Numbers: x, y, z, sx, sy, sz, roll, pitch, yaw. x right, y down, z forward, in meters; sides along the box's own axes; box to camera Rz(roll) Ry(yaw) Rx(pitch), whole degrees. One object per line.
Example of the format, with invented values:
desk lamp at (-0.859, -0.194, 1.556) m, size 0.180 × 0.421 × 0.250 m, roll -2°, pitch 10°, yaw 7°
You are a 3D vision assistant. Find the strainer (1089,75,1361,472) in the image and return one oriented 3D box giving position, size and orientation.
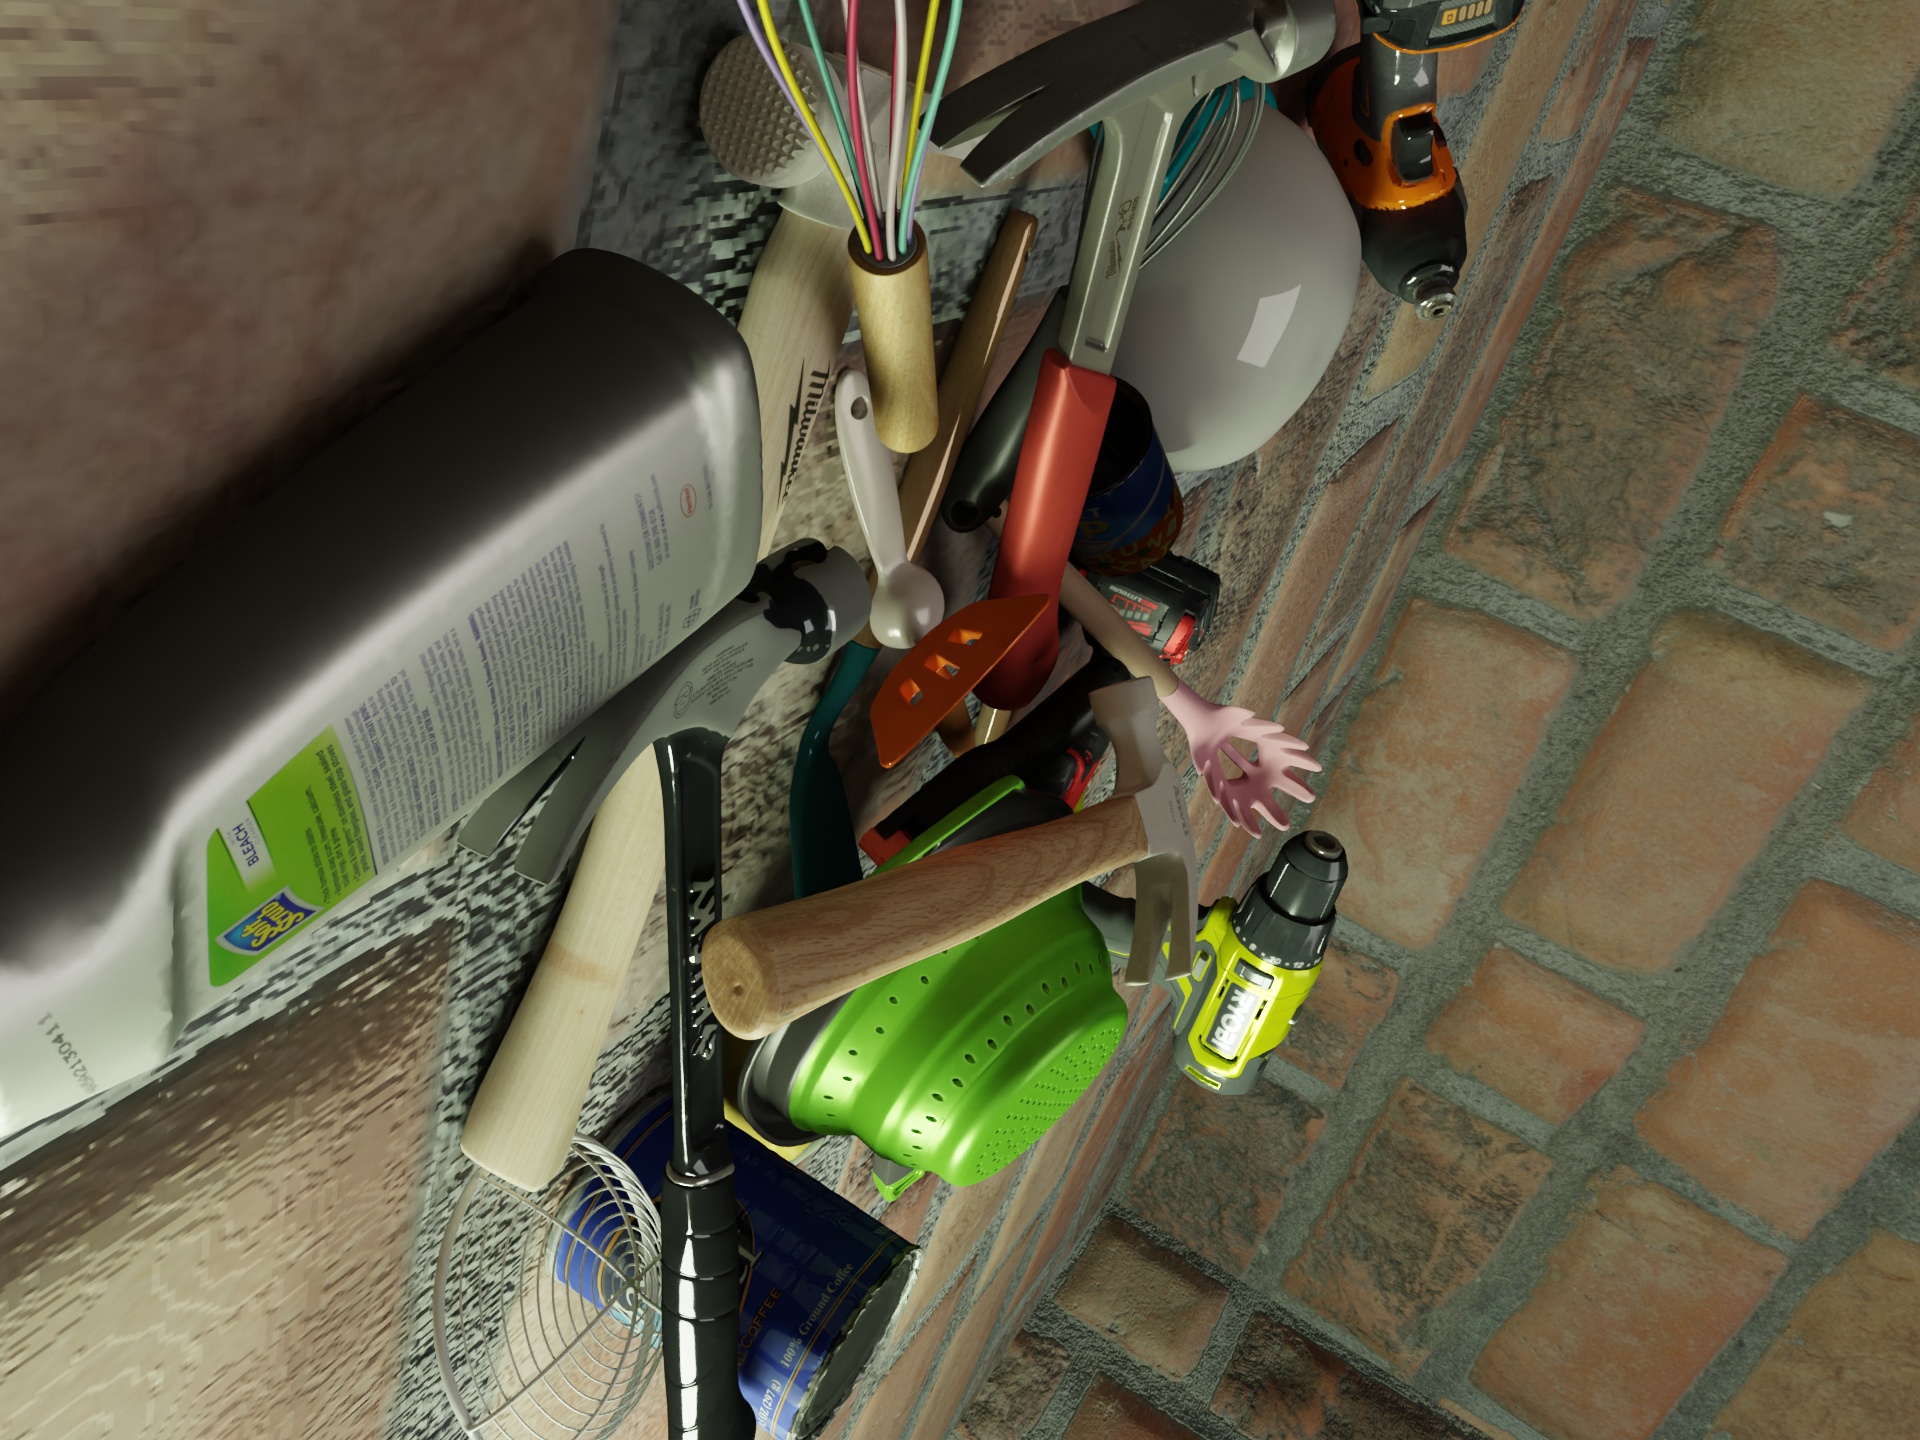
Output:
strainer at (0.127, -0.213, 0.749) m, size 0.211 × 0.095 × 0.340 m, roll -62°, pitch 164°, yaw 2°

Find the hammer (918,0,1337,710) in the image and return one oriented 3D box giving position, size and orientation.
hammer at (0.033, -0.106, 0.612) m, size 0.149 × 0.037 × 0.358 m, roll -32°, pitch 158°, yaw -24°

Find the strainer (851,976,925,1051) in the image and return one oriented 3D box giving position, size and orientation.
strainer at (0.003, 0.172, 0.973) m, size 0.151 × 0.069 × 0.256 m, roll -47°, pitch 158°, yaw 2°

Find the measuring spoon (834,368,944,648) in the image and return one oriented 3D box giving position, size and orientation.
measuring spoon at (-0.026, -0.076, 0.600) m, size 0.034 × 0.018 × 0.124 m, roll -39°, pitch 137°, yaw -26°

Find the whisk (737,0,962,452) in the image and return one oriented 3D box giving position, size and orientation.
whisk at (-0.017, -0.138, 0.410) m, size 0.244 × 0.051 × 0.047 m, roll 86°, pitch 29°, yaw -70°

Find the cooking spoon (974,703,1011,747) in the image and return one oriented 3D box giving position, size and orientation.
cooking spoon at (0.014, 0.017, 0.912) m, size 0.069 × 0.017 × 0.318 m, roll -45°, pitch 157°, yaw -48°

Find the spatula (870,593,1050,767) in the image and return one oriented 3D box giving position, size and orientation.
spatula at (-0.001, -0.002, 0.687) m, size 0.081 × 0.041 × 0.322 m, roll -46°, pitch 172°, yaw -4°

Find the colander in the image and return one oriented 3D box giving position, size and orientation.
colander at (0.002, 0.185, 0.781) m, size 0.204 × 0.095 × 0.396 m, roll -36°, pitch 155°, yaw -26°

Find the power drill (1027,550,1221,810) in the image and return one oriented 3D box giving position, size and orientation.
power drill at (0.066, 0.007, 0.906) m, size 0.220 × 0.078 × 0.143 m, roll -64°, pitch 170°, yaw -4°

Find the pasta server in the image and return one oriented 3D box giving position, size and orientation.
pasta server at (0.097, -0.028, 0.816) m, size 0.060 × 0.040 × 0.315 m, roll -49°, pitch 134°, yaw 2°

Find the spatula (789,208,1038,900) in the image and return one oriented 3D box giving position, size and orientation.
spatula at (-0.021, -0.052, 0.663) m, size 0.317 × 0.044 × 0.082 m, roll -69°, pitch 170°, yaw 18°

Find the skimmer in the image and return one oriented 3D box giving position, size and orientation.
skimmer at (-0.247, 0.314, 0.586) m, size 0.363 × 0.090 × 0.127 m, roll -44°, pitch 127°, yaw -16°

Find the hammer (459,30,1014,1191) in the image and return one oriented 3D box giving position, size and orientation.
hammer at (-0.090, -0.012, 0.541) m, size 0.146 × 0.038 × 0.410 m, roll -27°, pitch 143°, yaw -64°

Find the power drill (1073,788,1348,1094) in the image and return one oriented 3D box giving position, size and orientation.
power drill at (0.122, 0.111, 1.007) m, size 0.080 × 0.228 × 0.190 m, roll -38°, pitch 151°, yaw -52°

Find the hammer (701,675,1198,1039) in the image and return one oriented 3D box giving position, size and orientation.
hammer at (0.017, 0.061, 0.596) m, size 0.331 × 0.031 × 0.130 m, roll -12°, pitch 86°, yaw -60°

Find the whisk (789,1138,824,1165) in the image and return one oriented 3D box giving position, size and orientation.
whisk at (-0.086, 0.238, 0.938) m, size 0.246 × 0.058 × 0.059 m, roll -18°, pitch 100°, yaw -62°

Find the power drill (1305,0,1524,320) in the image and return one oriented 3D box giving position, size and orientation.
power drill at (0.221, -0.313, 0.776) m, size 0.226 × 0.084 × 0.164 m, roll 67°, pitch 11°, yaw -67°

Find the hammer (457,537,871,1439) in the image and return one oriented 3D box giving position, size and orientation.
hammer at (-0.092, 0.145, 0.549) m, size 0.149 × 0.036 × 0.408 m, roll -41°, pitch 145°, yaw -48°

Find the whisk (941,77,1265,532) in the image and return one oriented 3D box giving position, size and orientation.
whisk at (0.045, -0.166, 0.632) m, size 0.055 × 0.055 × 0.238 m, roll -39°, pitch 165°, yaw -51°
